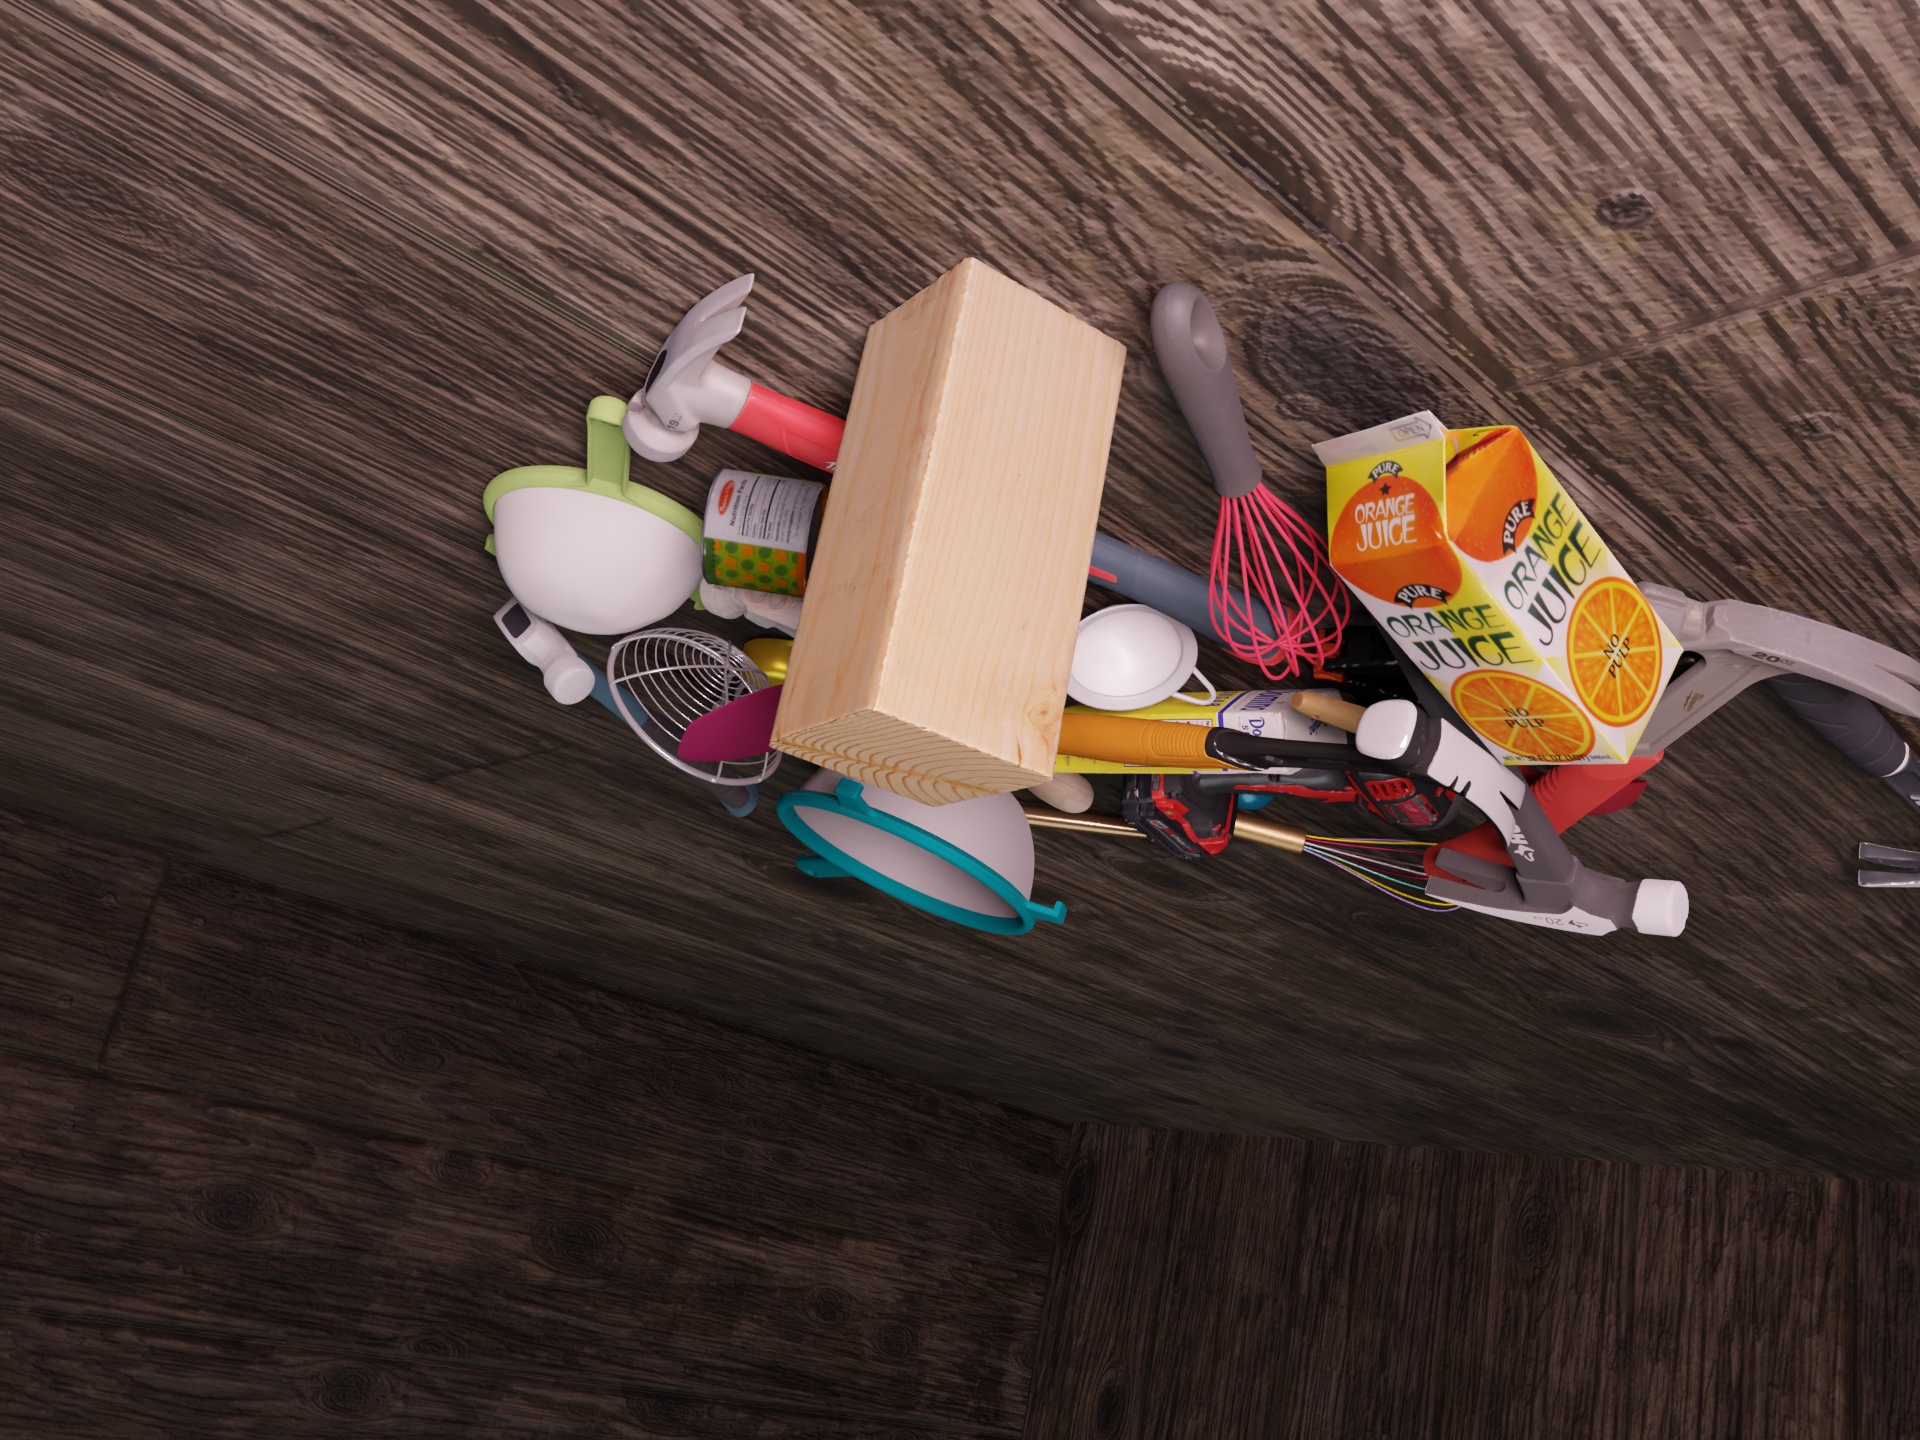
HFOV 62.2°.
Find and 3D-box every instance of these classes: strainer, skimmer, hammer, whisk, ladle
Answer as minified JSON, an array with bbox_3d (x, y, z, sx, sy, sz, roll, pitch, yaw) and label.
[{"bbox_3d":[-0.050,0.080,1.250,0.211,0.095,0.340,32,163,-18],"label":"strainer"},{"bbox_3d":[-0.185,0.006,1.132,0.127,0.090,0.363,42,168,-2],"label":"skimmer"},{"bbox_3d":[-0.002,-0.003,1.095,0.146,0.038,0.410,22,173,36],"label":"hammer"},{"bbox_3d":[0.137,-0.104,0.762,0.073,0.073,0.295,2,153,24],"label":"whisk"},{"bbox_3d":[0.027,-0.112,0.829,0.386,0.038,0.143,20,157,-23],"label":"hammer"},{"bbox_3d":[0.297,0.099,1.276,0.245,0.051,0.047,14,140,4],"label":"whisk"},{"bbox_3d":[0.371,0.035,0.917,0.149,0.037,0.358,17,153,-1],"label":"hammer"},{"bbox_3d":[0.317,0.022,0.982,0.315,0.031,0.069,15,168,-33],"label":"ladle"},{"bbox_3d":[0.018,0.089,1.372,0.320,0.062,0.078,7,174,4],"label":"ladle"},{"bbox_3d":[0.040,-0.059,0.928,0.258,0.050,0.086,15,132,-27],"label":"strainer"},{"bbox_3d":[0.548,0.029,0.938,0.408,0.036,0.149,27,156,-37],"label":"hammer"},{"bbox_3d":[0.279,0.014,0.871,0.146,0.035,0.334,2,144,43],"label":"hammer"},{"bbox_3d":[-0.214,-0.106,0.932,0.151,0.069,0.256,15,162,-9],"label":"strainer"},{"bbox_3d":[-0.235,0.001,1.181,0.128,0.033,0.330,45,177,31],"label":"hammer"},{"bbox_3d":[0.145,0.017,0.900,0.127,0.034,0.337,29,165,-38],"label":"hammer"}]

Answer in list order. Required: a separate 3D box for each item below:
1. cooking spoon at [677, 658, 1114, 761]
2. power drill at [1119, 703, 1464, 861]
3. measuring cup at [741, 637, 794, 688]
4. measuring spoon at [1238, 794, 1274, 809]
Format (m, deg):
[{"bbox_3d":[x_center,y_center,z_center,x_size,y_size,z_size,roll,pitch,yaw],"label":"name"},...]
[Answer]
[{"bbox_3d":[-0.016,-0.014,0.937,0.318,0.017,0.068,-11,151,-31],"label":"cooking spoon"},{"bbox_3d":[0.233,0.044,1.098,0.220,0.079,0.143,-5,154,32],"label":"power drill"},{"bbox_3d":[-0.084,-0.022,1.152,0.156,0.029,0.062,17,160,-16],"label":"measuring cup"},{"bbox_3d":[0.178,0.049,1.215,0.128,0.021,0.042,11,160,-2],"label":"measuring spoon"}]
